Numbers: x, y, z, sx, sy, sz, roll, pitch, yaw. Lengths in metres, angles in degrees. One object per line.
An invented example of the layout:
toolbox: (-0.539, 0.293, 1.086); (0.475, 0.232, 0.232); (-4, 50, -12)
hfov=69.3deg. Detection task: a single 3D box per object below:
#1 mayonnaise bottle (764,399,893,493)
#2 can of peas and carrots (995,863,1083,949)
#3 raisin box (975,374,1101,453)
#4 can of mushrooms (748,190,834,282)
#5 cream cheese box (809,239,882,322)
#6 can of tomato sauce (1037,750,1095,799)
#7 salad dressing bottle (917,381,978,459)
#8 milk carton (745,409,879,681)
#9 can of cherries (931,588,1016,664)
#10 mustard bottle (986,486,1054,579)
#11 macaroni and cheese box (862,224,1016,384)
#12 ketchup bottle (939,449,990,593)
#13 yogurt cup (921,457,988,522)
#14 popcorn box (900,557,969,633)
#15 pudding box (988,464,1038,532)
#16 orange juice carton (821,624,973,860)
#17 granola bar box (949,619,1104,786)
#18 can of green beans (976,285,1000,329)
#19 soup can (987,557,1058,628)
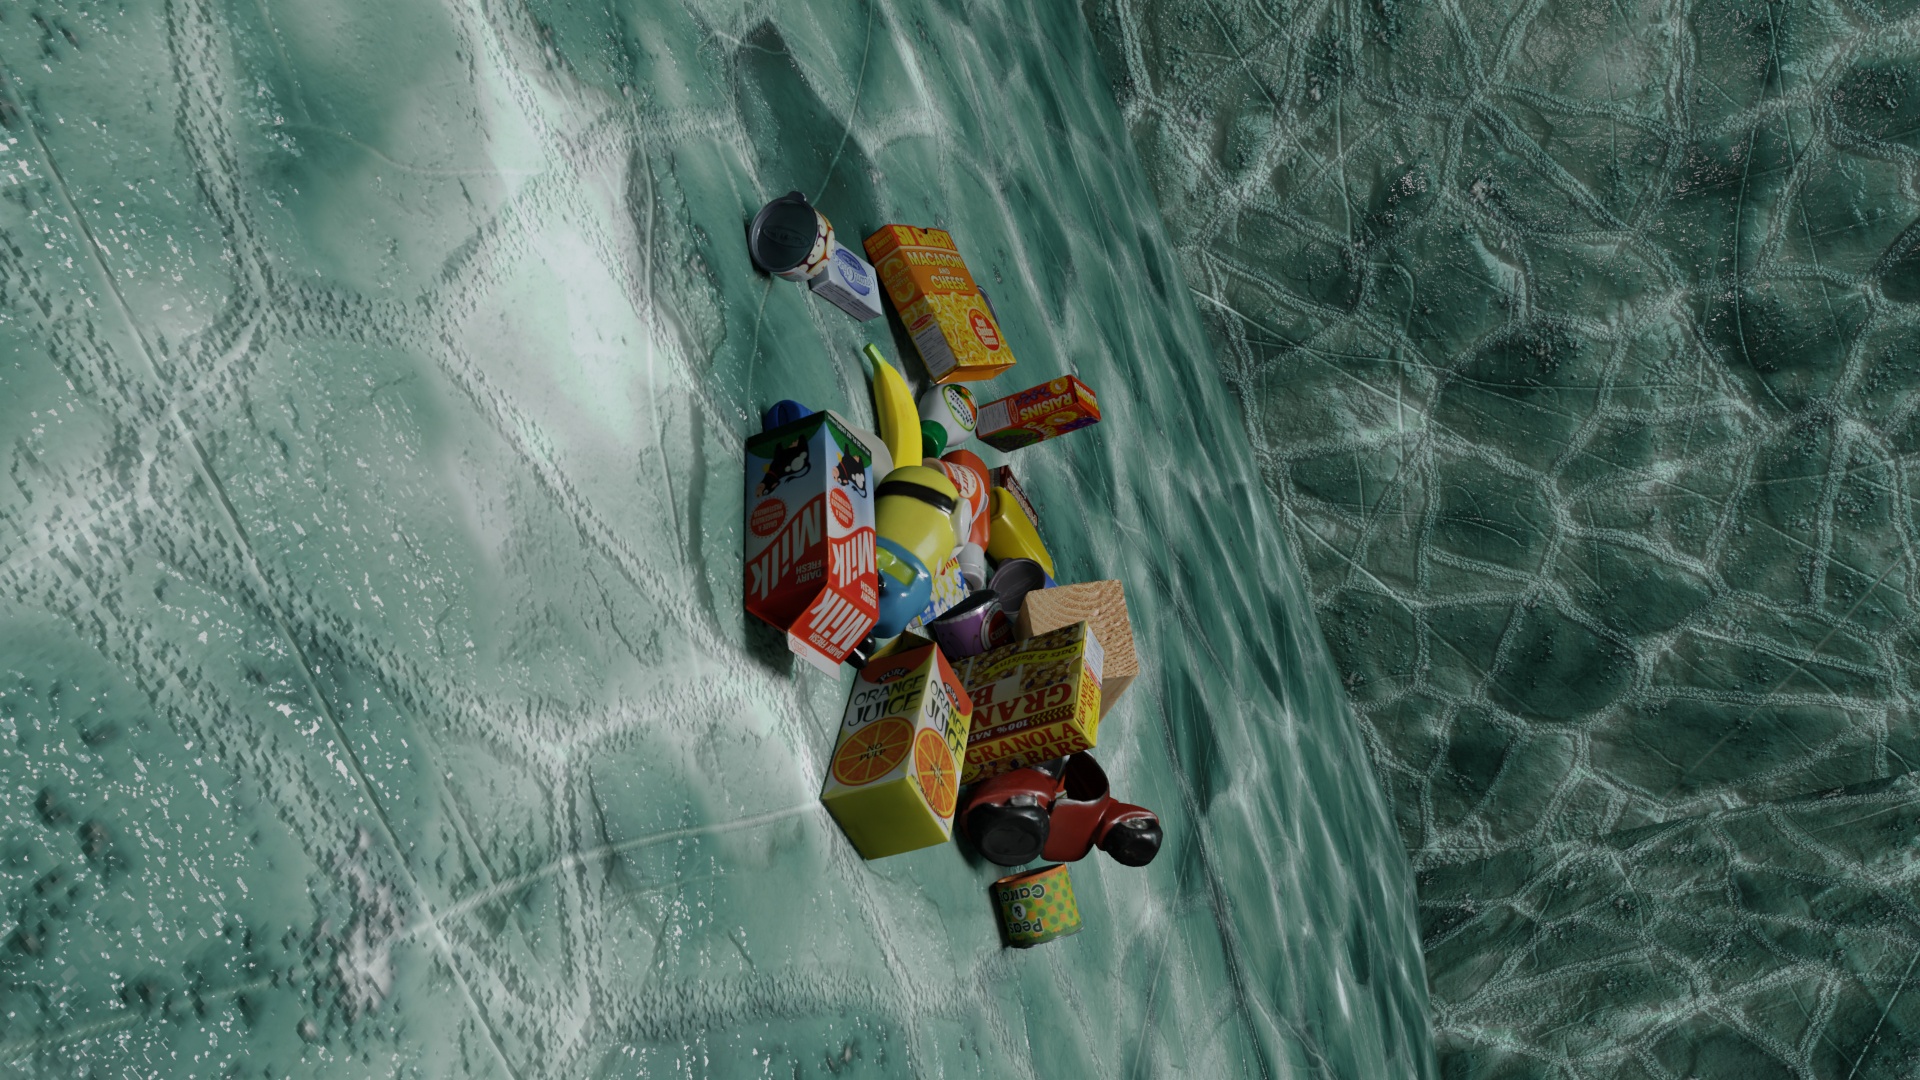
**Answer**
mayonnaise bottle: (-0.107, -0.076, 1.149); (0.148, 0.041, 0.065); (30, 45, -59)
can of peas and carrots: (0.068, 0.322, 1.224); (0.071, 0.071, 0.059); (8, 65, -67)
raisin box: (0.087, -0.142, 1.568); (0.086, 0.123, 0.040); (22, 53, -64)
can of mushrooms: (-0.141, -0.255, 1.169); (0.033, 0.071, 0.071); (21, 54, -66)
cream cheese box: (-0.110, -0.246, 1.301); (0.104, 0.024, 0.053); (22, 55, -63)
can of tomato sauce: (0.089, 0.225, 1.358); (0.083, 0.071, 0.071); (37, 40, -56)
salad dressing bottle: (-0.021, -0.115, 1.388); (0.064, 0.044, 0.148); (56, 24, -12)
milk carton: (-0.110, 0.007, 1.027); (0.072, 0.073, 0.191); (42, 36, -52)
can of cherries: (0.015, 0.084, 1.277); (0.058, 0.071, 0.072); (68, 21, -11)
mustard bottle: (0.063, 0.013, 1.487); (0.159, 0.049, 0.065); (54, 23, -39)
macaroni and cheese box: (-0.019, -0.246, 1.440); (0.124, 0.040, 0.166); (-15, 77, -60)
ketchup bottle: (0.005, -0.017, 1.374); (0.064, 0.043, 0.149); (49, 31, -44)
yogurt cup: (-0.019, -0.045, 1.311); (0.054, 0.072, 0.072); (24, 51, -53)
popcorn box: (-0.041, 0.028, 1.229); (0.085, 0.038, 0.127); (69, 21, -2)
pudding box: (0.055, -0.036, 1.533); (0.083, 0.030, 0.050); (58, 26, -32)
orange juice carton: (-0.042, 0.148, 1.082); (0.071, 0.073, 0.194); (60, 23, -28)
granola bar box: (0.033, 0.139, 1.148); (0.039, 0.165, 0.125); (59, 24, -26)
can of green beans: (0.005, -0.241, 1.535); (0.071, 0.058, 0.071); (51, 29, -43)
soup can: (0.075, 0.064, 1.452); (0.083, 0.071, 0.072); (48, 32, -49)
